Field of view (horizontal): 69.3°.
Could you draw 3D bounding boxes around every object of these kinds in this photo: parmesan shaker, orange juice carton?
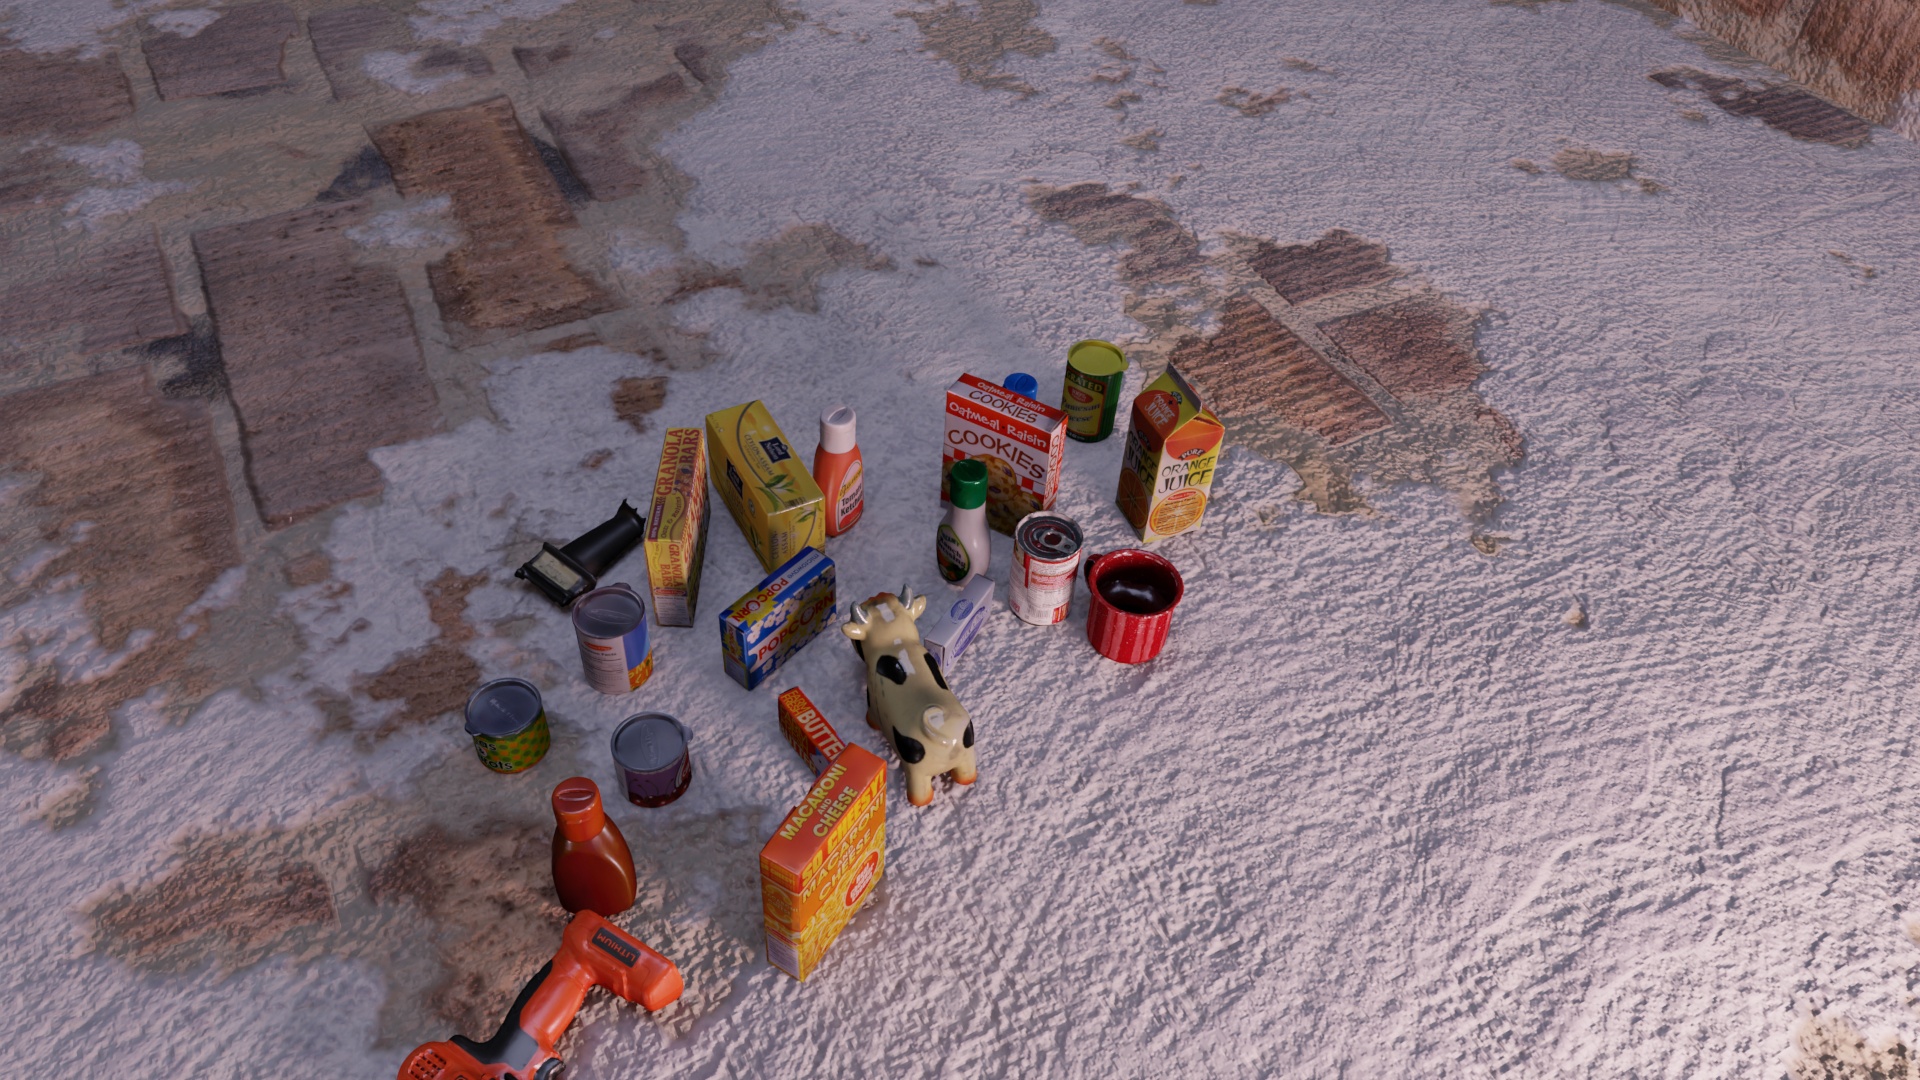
[{"bbox_3d":[0.153,-0.171,1.604,0.071,0.102,0.072,2,45,-2],"label":"parmesan shaker"},{"bbox_3d":[0.222,-0.094,1.469,0.073,0.191,0.072,-14,48,-17],"label":"orange juice carton"}]

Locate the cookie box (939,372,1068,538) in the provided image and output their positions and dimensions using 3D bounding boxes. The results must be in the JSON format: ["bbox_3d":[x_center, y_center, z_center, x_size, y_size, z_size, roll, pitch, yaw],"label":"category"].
[{"bbox_3d":[0.043,-0.084,1.463,0.123,0.166,0.040,24,48,18],"label":"cookie box"}]

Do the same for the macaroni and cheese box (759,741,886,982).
[{"bbox_3d":[-0.109,0.258,1.111,0.040,0.165,0.124,24,48,19],"label":"macaroni and cheese box"}]

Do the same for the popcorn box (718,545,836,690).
[{"bbox_3d":[-0.175,0.074,1.347,0.038,0.084,0.127,31,51,24],"label":"popcorn box"}]

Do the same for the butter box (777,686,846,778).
[{"bbox_3d":[-0.130,0.185,1.262,0.024,0.052,0.104,-26,52,-27],"label":"butter box"}]

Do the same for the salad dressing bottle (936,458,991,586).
[{"bbox_3d":[0.005,-0.018,1.408,0.044,0.146,0.064,-28,53,-28],"label":"salad dressing bottle"}]

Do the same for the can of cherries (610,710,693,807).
[{"bbox_3d":[-0.272,0.195,1.237,0.071,0.058,0.072,2,45,-2],"label":"can of cherries"}]

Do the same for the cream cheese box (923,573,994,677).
[{"bbox_3d":[-0.001,0.085,1.371,0.024,0.053,0.104,24,48,18],"label":"cream cheese box"}]

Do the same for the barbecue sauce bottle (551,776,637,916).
[{"bbox_3d":[-0.300,0.248,1.119,0.065,0.147,0.044,0,45,-4],"label":"barbecue sauce bottle"}]

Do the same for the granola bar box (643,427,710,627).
[{"bbox_3d":[-0.284,-0.015,1.400,0.039,0.123,0.166,1,45,-3],"label":"granola bar box"}]

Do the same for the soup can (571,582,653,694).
[{"bbox_3d":[-0.327,0.093,1.317,0.071,0.083,0.072,2,45,-2],"label":"soup can"}]

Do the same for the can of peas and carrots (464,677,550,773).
[{"bbox_3d":[-0.409,0.169,1.253,0.071,0.058,0.071,2,45,-2],"label":"can of peas and carrots"}]

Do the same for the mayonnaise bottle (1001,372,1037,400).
[{"bbox_3d":[0.060,-0.114,1.508,0.041,0.147,0.065,17,46,12],"label":"mayonnaise bottle"}]

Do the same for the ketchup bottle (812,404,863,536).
[{"bbox_3d":[-0.129,-0.075,1.455,0.043,0.148,0.065,25,49,20],"label":"ketchup bottle"}]
